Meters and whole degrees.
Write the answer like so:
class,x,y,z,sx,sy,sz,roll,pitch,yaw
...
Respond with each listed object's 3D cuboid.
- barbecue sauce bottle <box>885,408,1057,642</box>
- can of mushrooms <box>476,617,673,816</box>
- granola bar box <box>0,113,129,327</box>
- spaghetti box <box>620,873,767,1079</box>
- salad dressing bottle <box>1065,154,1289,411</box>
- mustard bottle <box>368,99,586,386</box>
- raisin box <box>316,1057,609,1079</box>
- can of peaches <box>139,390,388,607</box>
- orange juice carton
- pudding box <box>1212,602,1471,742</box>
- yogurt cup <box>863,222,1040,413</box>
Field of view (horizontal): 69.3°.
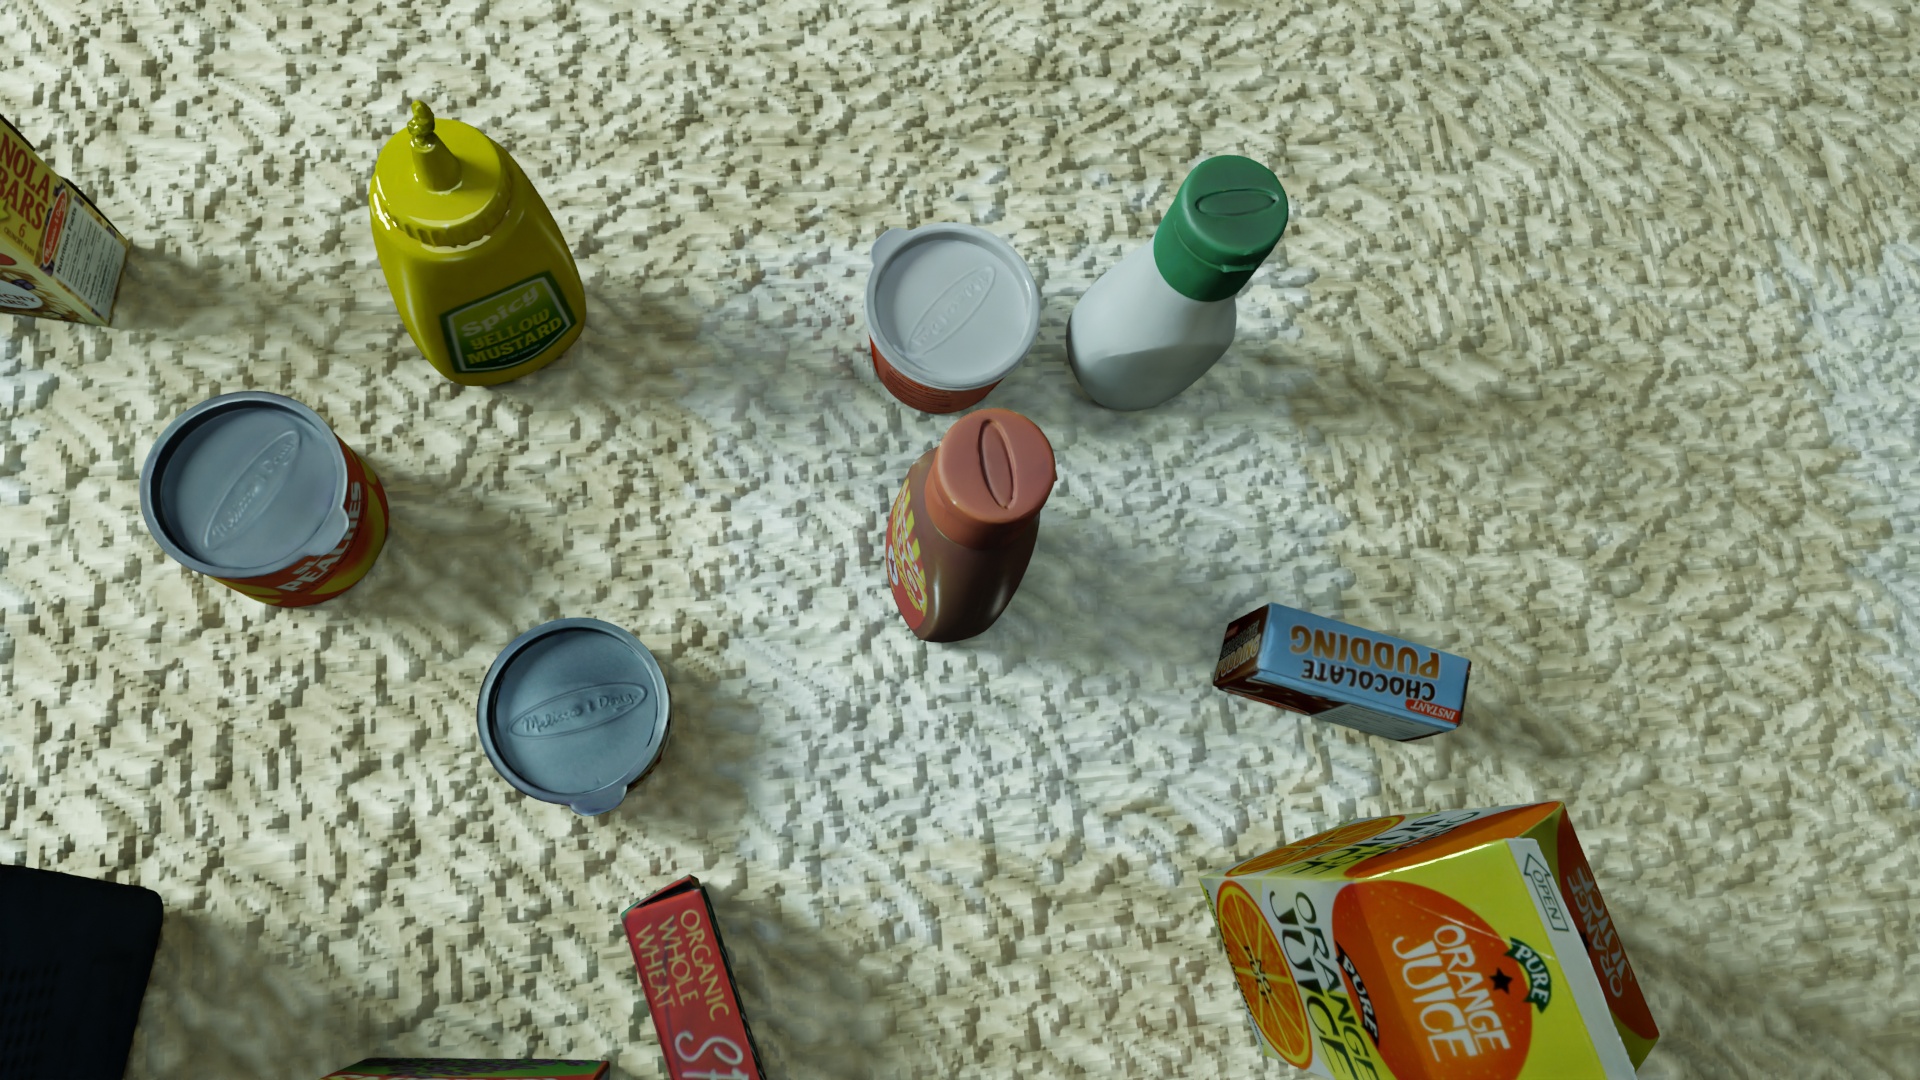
class,x,y,z,sx,sy,sz,roll,pitch,yaw
barbecue sauce bottle,0.002,-0.006,0.482,0.044,0.148,0.065,-9,78,-10
can of mushrooms,-0.138,0.065,0.504,0.071,0.033,0.071,2,76,-8
granola bar box,-0.395,-0.123,0.467,0.166,0.124,0.039,7,76,-6
spaghetti box,-0.062,0.236,0.464,0.029,0.050,0.250,-18,79,-12
salad dressing bottle,0.079,-0.091,0.515,0.064,0.147,0.044,-7,78,-10
mustard bottle,-0.169,-0.101,0.475,0.065,0.160,0.049,-28,82,-13
raisin box,-0.157,0.185,0.425,0.086,0.123,0.040,4,76,-7
can of peaches,-0.243,-0.011,0.495,0.071,0.058,0.071,2,76,-8
orange juice carton,0.148,0.131,0.446,0.073,0.192,0.072,-17,80,-12
pudding box,0.147,0.052,0.540,0.084,0.049,0.030,16,75,-4
yogurt cup,-0.006,-0.084,0.549,0.072,0.053,0.072,2,76,-8
